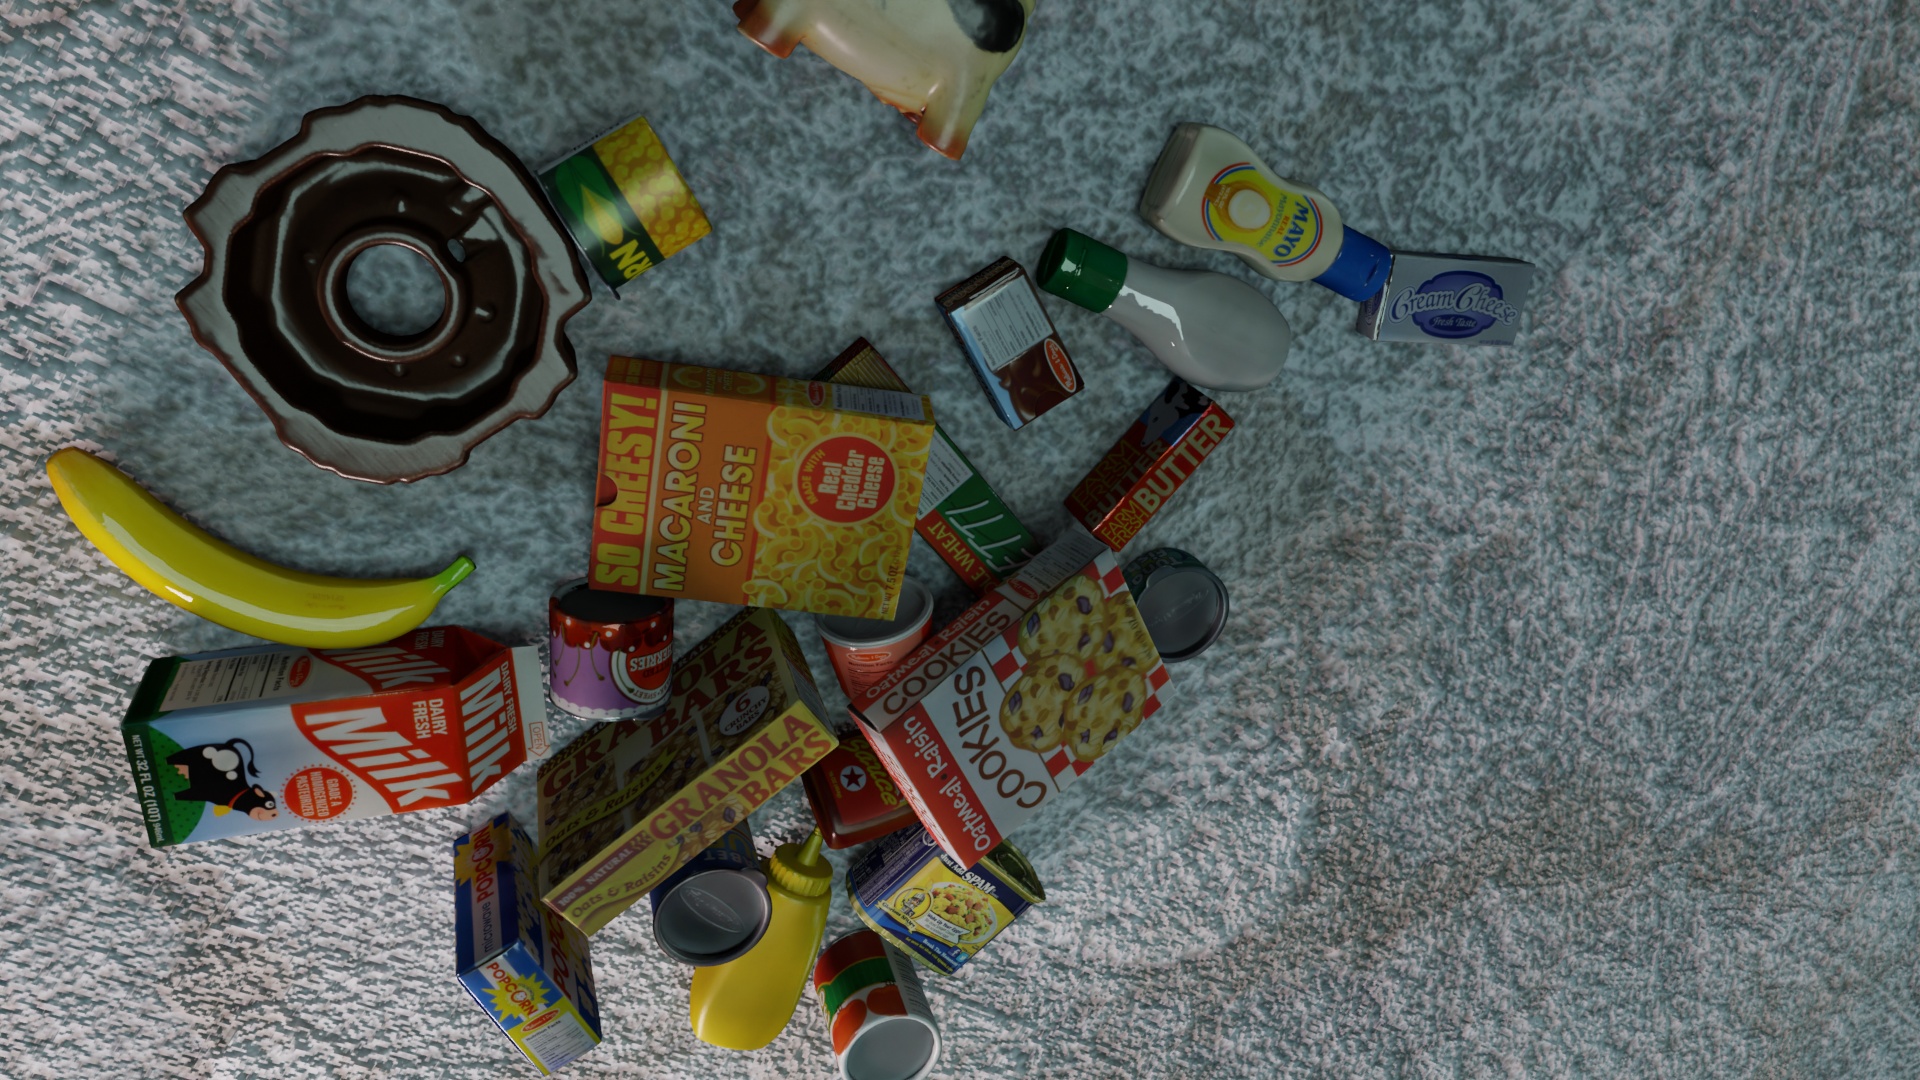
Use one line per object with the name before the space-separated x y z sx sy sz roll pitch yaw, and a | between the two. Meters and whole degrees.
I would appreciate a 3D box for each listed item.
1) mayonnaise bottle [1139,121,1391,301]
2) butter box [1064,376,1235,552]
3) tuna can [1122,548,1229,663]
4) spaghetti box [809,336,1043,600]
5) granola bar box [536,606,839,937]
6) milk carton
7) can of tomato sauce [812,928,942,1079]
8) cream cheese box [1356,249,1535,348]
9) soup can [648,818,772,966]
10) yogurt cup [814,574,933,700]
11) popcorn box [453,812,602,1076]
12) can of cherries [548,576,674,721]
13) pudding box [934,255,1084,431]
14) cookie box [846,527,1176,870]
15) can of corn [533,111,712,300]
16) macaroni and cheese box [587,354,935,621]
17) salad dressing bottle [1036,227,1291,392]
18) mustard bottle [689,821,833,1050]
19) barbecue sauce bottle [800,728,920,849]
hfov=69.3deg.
mayonnaise bottle | 0.176 -0.178 0.781 0.148 0.041 0.064 19 104 -24
butter box | 0.109 -0.044 0.810 0.024 0.053 0.103 39 96 -26
tuna can | 0.129 0.038 0.863 0.071 0.033 0.070 -7 114 -15
spaghetti box | 0.003 -0.010 0.804 0.050 0.029 0.249 -40 118 2
granola bar box | -0.152 0.118 0.754 0.165 0.124 0.039 -38 119 0
milk carton | -0.314 0.096 0.721 0.191 0.073 0.072 -6 114 -16
can of tomato sauce | -0.055 0.302 0.887 0.071 0.083 0.071 -7 114 -15
cream cheese box | 0.295 -0.147 0.843 0.104 0.024 0.053 0 112 -18
soup can | -0.148 0.193 0.811 0.071 0.084 0.071 -7 115 -15
yogurt cup | -0.046 0.058 0.799 0.072 0.072 0.053 -15 124 -11
popcorn box | -0.241 0.220 0.768 0.038 0.127 0.085 -31 119 -6
can of cherries | -0.185 0.057 0.748 0.071 0.072 0.058 -1 112 -18
pudding box | 0.027 -0.108 0.769 0.050 0.030 0.083 -33 118 -3
cookie box | 0.033 0.091 0.797 0.168 0.040 0.122 -38 125 -15
can of corn | -0.159 -0.160 0.665 0.058 0.071 0.071 -32 118 -3
macaroni and cheese box | -0.107 -0.026 0.734 0.167 0.040 0.123 6 119 -11
salad dressing bottle | 0.114 -0.131 0.780 0.148 0.044 0.064 20 83 -21
mustard bottle | -0.115 0.239 0.861 0.065 0.049 0.159 20 104 -25
barbecue sauce bottle | -0.019 0.134 0.843 0.149 0.065 0.043 -16 155 -19
